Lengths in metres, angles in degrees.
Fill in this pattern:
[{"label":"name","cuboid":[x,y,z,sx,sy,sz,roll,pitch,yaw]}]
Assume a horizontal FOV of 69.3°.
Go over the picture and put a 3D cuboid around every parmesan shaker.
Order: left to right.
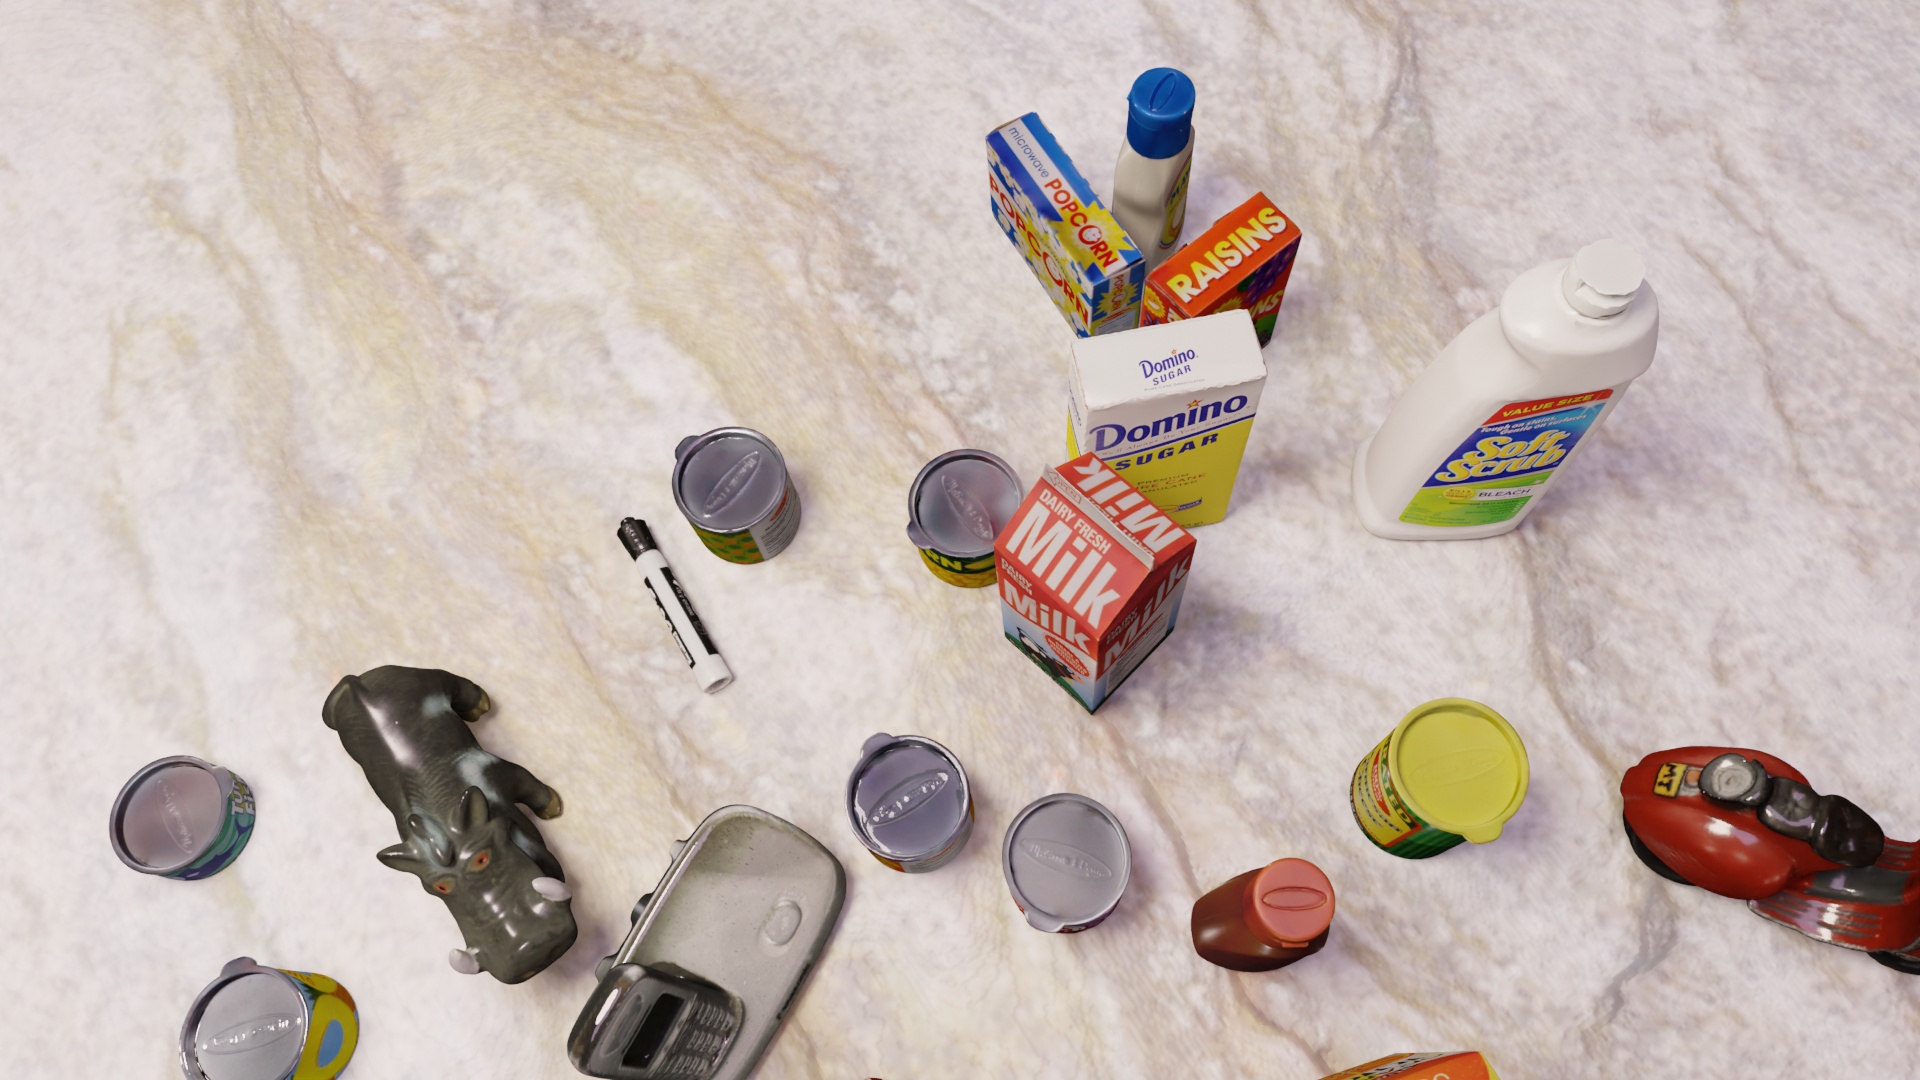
[{"label":"parmesan shaker","cuboid":[0.243,0.128,0.713,0.071,0.102,0.071,-1,69,3]}]

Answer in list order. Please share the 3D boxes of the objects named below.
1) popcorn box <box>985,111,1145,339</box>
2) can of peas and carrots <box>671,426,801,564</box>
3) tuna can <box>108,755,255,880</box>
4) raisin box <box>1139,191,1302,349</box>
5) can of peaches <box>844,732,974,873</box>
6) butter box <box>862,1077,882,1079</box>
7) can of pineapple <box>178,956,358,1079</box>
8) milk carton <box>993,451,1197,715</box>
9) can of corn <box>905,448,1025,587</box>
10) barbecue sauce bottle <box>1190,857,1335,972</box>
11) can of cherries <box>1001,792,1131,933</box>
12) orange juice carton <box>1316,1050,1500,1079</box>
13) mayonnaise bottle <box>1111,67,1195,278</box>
[{"label":"popcorn box","cuboid":[0.063,-0.189,0.855,0.038,0.085,0.127,-29,70,-7]},{"label":"can of peas and carrots","cuboid":[-0.132,-0.027,0.818,0.071,0.058,0.071,-1,69,3]},{"label":"tuna can","cuboid":[-0.433,0.155,0.779,0.071,0.032,0.071,-1,69,3]},{"label":"raisin box","cuboid":[0.147,-0.134,0.809,0.086,0.123,0.040,-37,72,-10]},{"label":"can of peaches","cuboid":[-0.027,0.141,0.747,0.071,0.058,0.071,-1,69,3]},{"label":"butter box","cuboid":[-0.023,0.315,0.683,0.024,0.053,0.104,-35,71,-9]},{"label":"can of pineapple","cuboid":[-0.357,0.255,0.723,0.071,0.057,0.071,-1,69,3]},{"label":"milk carton","cuboid":[0.068,0.020,0.718,0.072,0.190,0.073,42,77,17]},{"label":"can of corn","cuboid":[0.003,-0.010,0.804,0.071,0.058,0.071,-1,69,3]},{"label":"barbecue sauce bottle","cuboid":[0.150,0.182,0.673,0.065,0.148,0.044,-1,69,3]},{"label":"can of cherries","cuboid":[0.054,0.173,0.730,0.071,0.058,0.072,-1,69,3]},{"label":"orange juice carton","cuboid":[0.196,0.272,0.612,0.072,0.192,0.073,-17,69,-3]},{"label":"mayonnaise bottle","cuboid":[0.116,-0.220,0.831,0.041,0.147,0.065,25,73,12]}]
